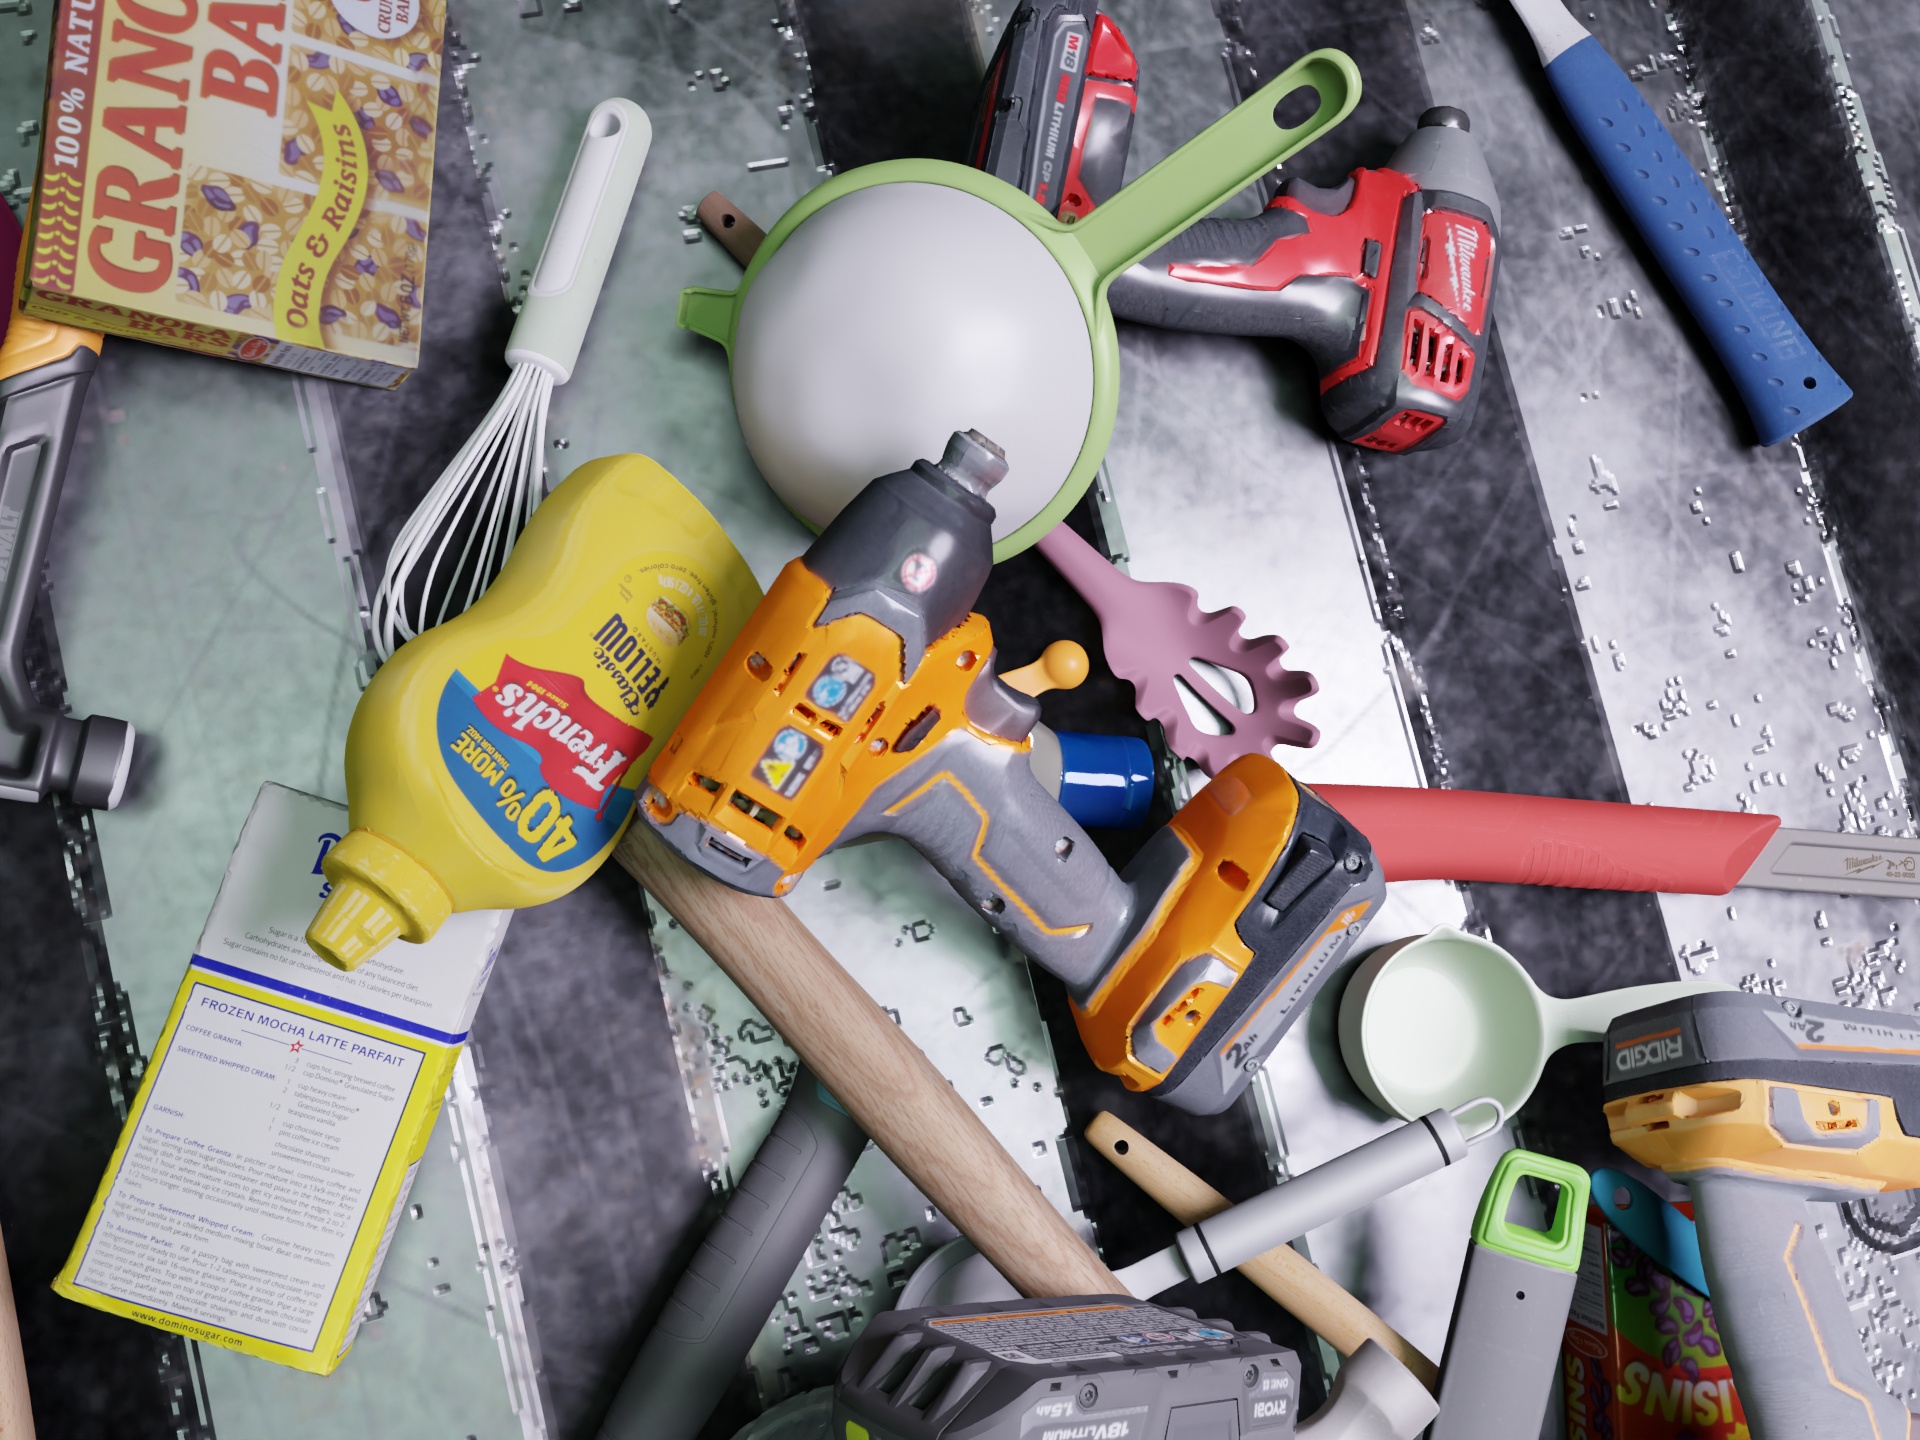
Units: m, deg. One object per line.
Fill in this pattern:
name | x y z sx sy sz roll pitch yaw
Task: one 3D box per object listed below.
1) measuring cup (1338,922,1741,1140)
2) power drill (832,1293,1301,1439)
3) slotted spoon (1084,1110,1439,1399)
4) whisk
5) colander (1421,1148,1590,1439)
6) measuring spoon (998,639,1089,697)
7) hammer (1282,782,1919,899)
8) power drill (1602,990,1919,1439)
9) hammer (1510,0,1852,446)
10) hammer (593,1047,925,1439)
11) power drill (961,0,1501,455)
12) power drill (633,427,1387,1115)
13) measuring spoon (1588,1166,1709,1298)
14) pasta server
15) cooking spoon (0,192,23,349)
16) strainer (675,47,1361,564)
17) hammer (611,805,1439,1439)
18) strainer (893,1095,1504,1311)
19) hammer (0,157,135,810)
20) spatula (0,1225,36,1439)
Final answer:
measuring cup | 0.229 0.118 0.631 0.167 0.038 0.083 -3 83 -13
power drill | 0.020 0.282 0.430 0.171 0.080 0.223 11 79 -36
slotted spoon | 0.174 0.245 0.584 0.314 0.031 0.070 37 86 7
whisk | -0.160 -0.124 0.587 0.058 0.059 0.246 10 75 19
colander | 0.153 0.343 0.518 0.204 0.094 0.397 14 87 8
measuring spoon | -0.001 -0.002 0.616 0.117 0.011 0.021 -26 88 -12
hammer | 0.289 0.043 0.651 0.359 0.036 0.149 5 82 -10
power drill | 0.317 0.219 0.549 0.185 0.084 0.226 10 67 -13
hammer | 0.264 -0.303 0.693 0.144 0.035 0.405 -33 89 -13
hammer | -0.113 0.251 0.551 0.128 0.033 0.331 32 78 -4
power drill | 0.112 -0.201 0.633 0.219 0.078 0.143 14 80 -11
power drill | 0.029 0.019 0.535 0.226 0.084 0.164 32 99 -17
measuring spoon | 0.288 0.209 0.595 0.128 0.021 0.042 38 77 -5
pasta server | 0.014 -0.093 0.618 0.316 0.040 0.060 44 88 -1
cooking spoon | -0.361 -0.042 0.551 0.068 0.017 0.319 -1 82 -21
strainer | 0.018 -0.142 0.538 0.256 0.069 0.151 -30 98 26
hammer | -0.002 0.154 0.541 0.130 0.031 0.331 -43 81 -8
strainer | 0.078 0.195 0.569 0.258 0.050 0.087 -25 83 0
hammer | -0.322 -0.143 0.553 0.127 0.034 0.337 14 77 -28
spatula | -0.305 0.272 0.519 0.082 0.044 0.318 -12 80 -11
